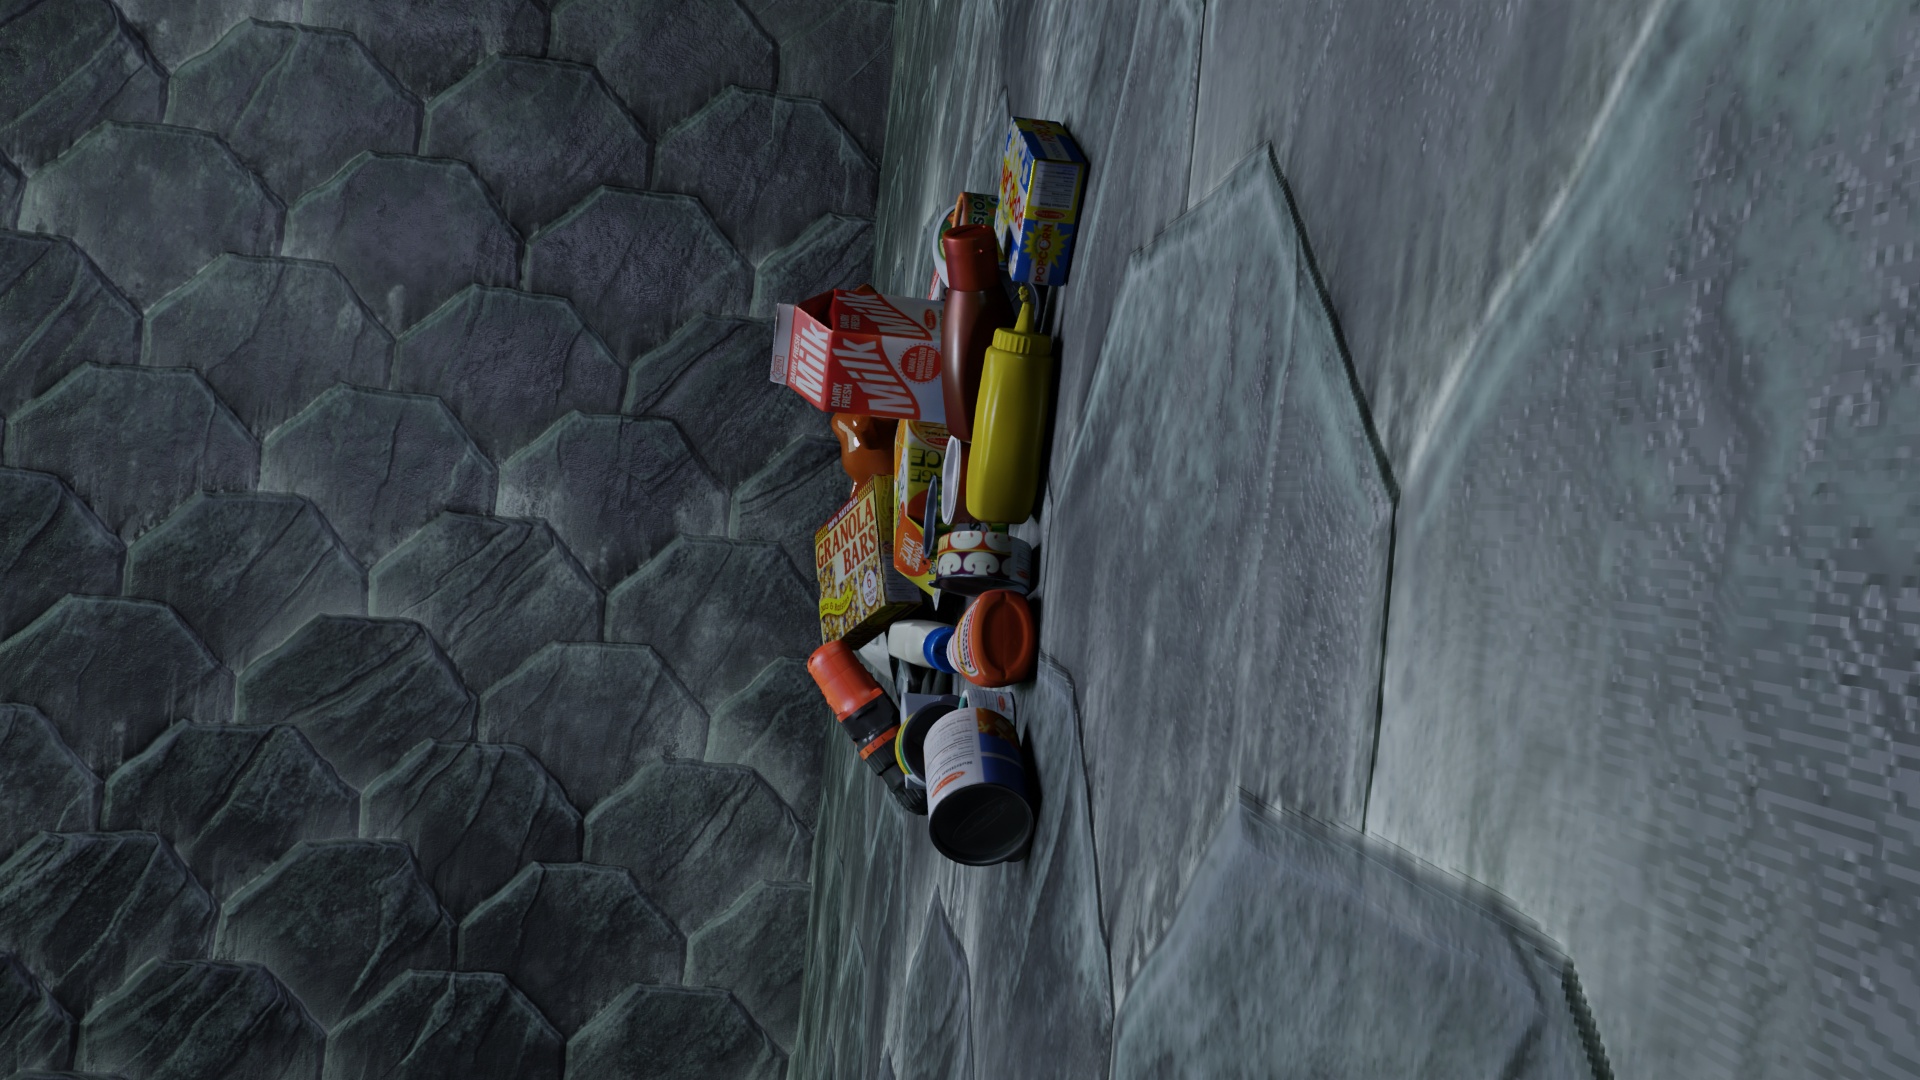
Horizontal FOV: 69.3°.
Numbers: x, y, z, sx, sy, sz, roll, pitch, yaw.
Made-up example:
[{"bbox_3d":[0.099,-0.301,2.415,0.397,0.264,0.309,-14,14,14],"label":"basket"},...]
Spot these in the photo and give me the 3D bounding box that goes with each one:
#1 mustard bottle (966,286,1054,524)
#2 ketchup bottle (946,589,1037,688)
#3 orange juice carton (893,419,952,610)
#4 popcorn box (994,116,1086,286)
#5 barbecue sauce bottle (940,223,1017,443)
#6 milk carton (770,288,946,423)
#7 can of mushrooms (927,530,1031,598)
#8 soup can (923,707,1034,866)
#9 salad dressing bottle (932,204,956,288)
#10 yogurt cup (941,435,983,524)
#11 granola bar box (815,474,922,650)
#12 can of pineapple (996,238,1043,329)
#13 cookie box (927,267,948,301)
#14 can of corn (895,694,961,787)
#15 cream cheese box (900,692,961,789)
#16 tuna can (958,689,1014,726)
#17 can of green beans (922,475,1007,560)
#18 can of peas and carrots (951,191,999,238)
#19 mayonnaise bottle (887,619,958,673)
[{"bbox_3d":[0.036,-0.093,0.950,0.065,0.049,0.159,-113,31,-73],"label":"mustard bottle"},{"bbox_3d":[0.019,0.073,0.979,0.148,0.043,0.065,133,138,-78],"label":"ketchup bottle"},{"bbox_3d":[-0.017,-0.037,1.202,0.071,0.073,0.194,107,166,-50],"label":"orange juice carton"},{"bbox_3d":[0.053,-0.237,0.965,0.127,0.038,0.084,-99,15,-60],"label":"popcorn box"},{"bbox_3d":[0.014,-0.146,0.981,0.044,0.065,0.147,27,132,46],"label":"barbecue sauce bottle"},{"bbox_3d":[-0.049,-0.142,1.074,0.074,0.191,0.072,-95,14,-54],"label":"milk carton"},{"bbox_3d":[0.014,0.017,0.956,0.071,0.071,0.033,125,151,-74],"label":"can of mushrooms"},{"bbox_3d":[0.012,0.160,0.899,0.084,0.071,0.071,-98,16,-62],"label":"soup can"},{"bbox_3d":[0.014,-0.219,1.172,0.043,0.064,0.148,74,-175,-57],"label":"salad dressing bottle"},{"bbox_3d":[0.017,-0.043,1.030,0.072,0.054,0.072,-172,87,-82],"label":"yogurt cup"},{"bbox_3d":[-0.090,0.024,1.305,0.165,0.039,0.124,142,126,-58],"label":"granola bar box"},{"bbox_3d":[0.025,-0.185,1.026,0.058,0.071,0.070,-97,15,-57],"label":"can of pineapple"},{"bbox_3d":[-0.014,-0.185,1.392,0.122,0.040,0.168,113,161,-65],"label":"cookie box"},{"bbox_3d":[-0.015,0.157,1.080,0.058,0.071,0.071,128,147,-76],"label":"can of corn"},{"bbox_3d":[-0.021,0.167,1.160,0.104,0.053,0.024,-99,14,-60],"label":"cream cheese box"},{"bbox_3d":[0.016,0.141,0.988,0.071,0.033,0.071,-171,87,-82],"label":"tuna can"},{"bbox_3d":[0.004,-0.015,1.091,0.071,0.058,0.071,-172,87,-82],"label":"can of green beans"},{"bbox_3d":[0.025,-0.240,1.091,0.071,0.059,0.071,-172,88,-82],"label":"can of peas and carrots"},{"bbox_3d":[-0.022,0.091,1.196,0.148,0.065,0.041,178,98,-78],"label":"mayonnaise bottle"}]
